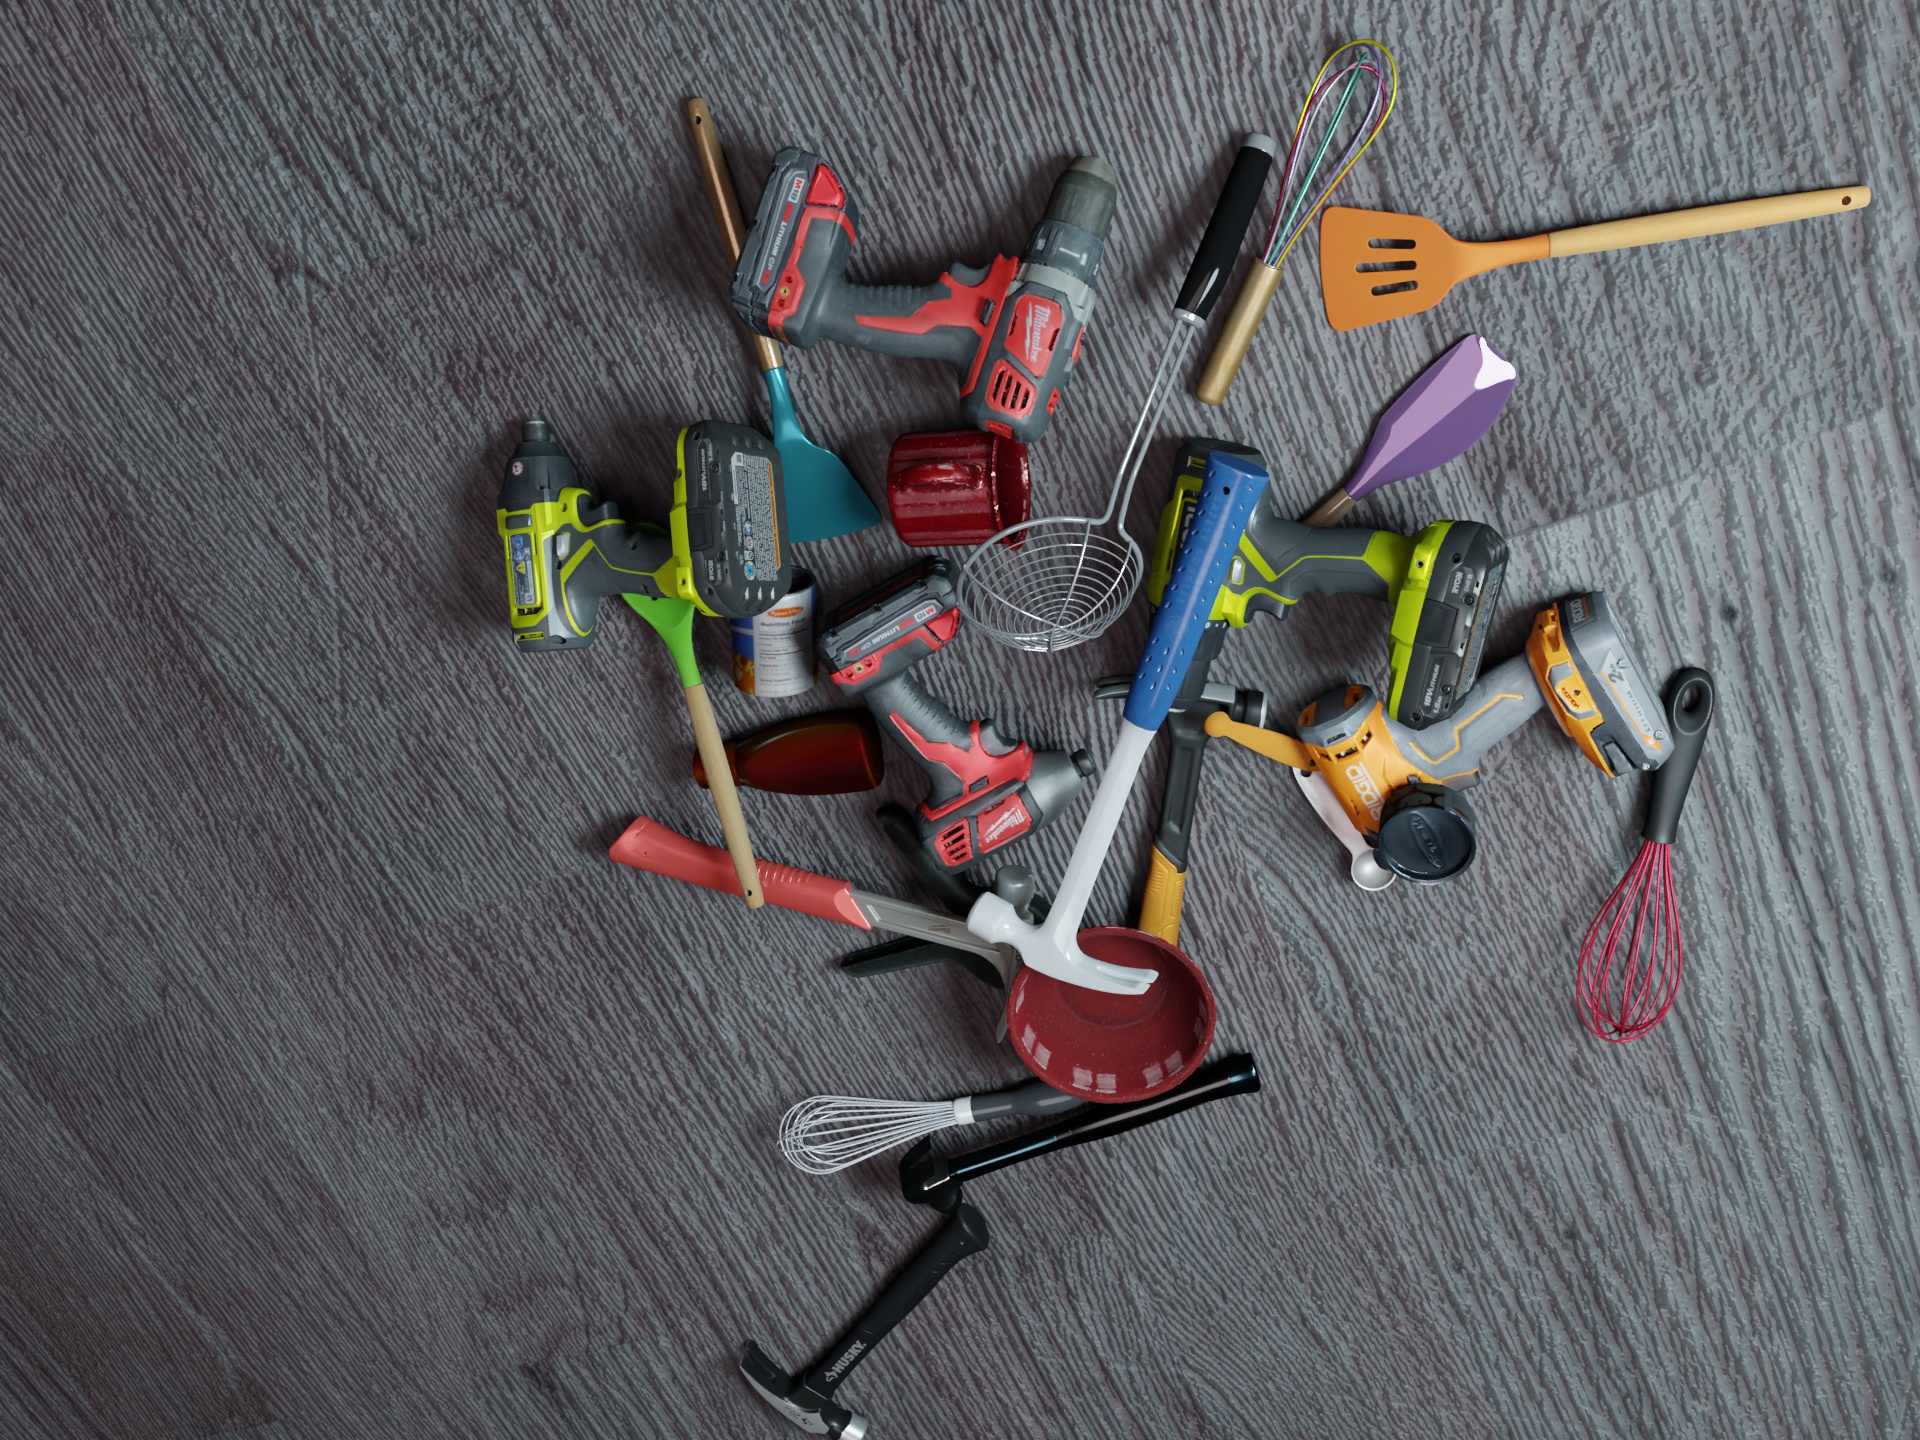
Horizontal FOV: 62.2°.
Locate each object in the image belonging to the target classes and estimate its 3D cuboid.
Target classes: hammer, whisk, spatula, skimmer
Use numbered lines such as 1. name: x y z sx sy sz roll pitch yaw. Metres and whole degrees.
1. hammer: 0.126 0.013 1.101 0.144 0.035 0.405 26 116 16
2. whisk: 0.211 -0.313 1.024 0.047 0.051 0.244 20 121 -4
3. spatula: -0.139 -0.277 1.128 0.082 0.044 0.317 -10 108 17
4. spatula: 0.254 -0.139 1.109 0.059 0.018 0.316 42 115 -9
5. hammer: -0.080 0.564 1.505 0.146 0.035 0.334 34 117 -6
6. skimmer: 0.110 -0.212 1.056 0.127 0.090 0.363 18 98 -33
7. hammer: 0.098 0.347 1.344 0.331 0.033 0.128 -23 146 15
8. spatula: 0.392 -0.305 1.000 0.322 0.041 0.081 -6 113 10
9. whisk: -0.026 0.344 1.382 0.284 0.070 0.070 -13 112 12
10. hammer: -0.117 0.150 1.290 0.359 0.037 0.149 13 115 14
11. whisk: 0.502 0.103 1.151 0.073 0.073 0.295 7 109 9
12. hammer: 0.153 0.123 1.246 0.127 0.034 0.336 8 116 8

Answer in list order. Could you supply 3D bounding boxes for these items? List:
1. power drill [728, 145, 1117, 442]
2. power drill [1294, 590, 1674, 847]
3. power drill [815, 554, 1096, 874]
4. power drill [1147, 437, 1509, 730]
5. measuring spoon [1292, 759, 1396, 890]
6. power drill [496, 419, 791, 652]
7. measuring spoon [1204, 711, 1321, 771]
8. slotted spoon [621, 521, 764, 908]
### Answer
1. power drill: -0.018 -0.302 1.043 0.226 0.080 0.188 20 92 4
2. power drill: 0.375 0.021 1.126 0.226 0.084 0.164 -25 108 26
3. power drill: -0.002 -0.004 1.182 0.143 0.079 0.219 -28 106 7
4. power drill: 0.234 -0.075 1.076 0.229 0.080 0.190 19 112 26
5. measuring spoon: 0.289 0.075 1.208 0.034 0.018 0.124 -34 97 14
6. power drill: -0.239 -0.143 1.153 0.223 0.080 0.171 -4 92 28
7. measuring spoon: 0.227 0.019 1.162 0.116 0.011 0.021 19 112 -26
8. slotted spoon: -0.202 -0.002 1.235 0.070 0.031 0.313 -12 99 20
